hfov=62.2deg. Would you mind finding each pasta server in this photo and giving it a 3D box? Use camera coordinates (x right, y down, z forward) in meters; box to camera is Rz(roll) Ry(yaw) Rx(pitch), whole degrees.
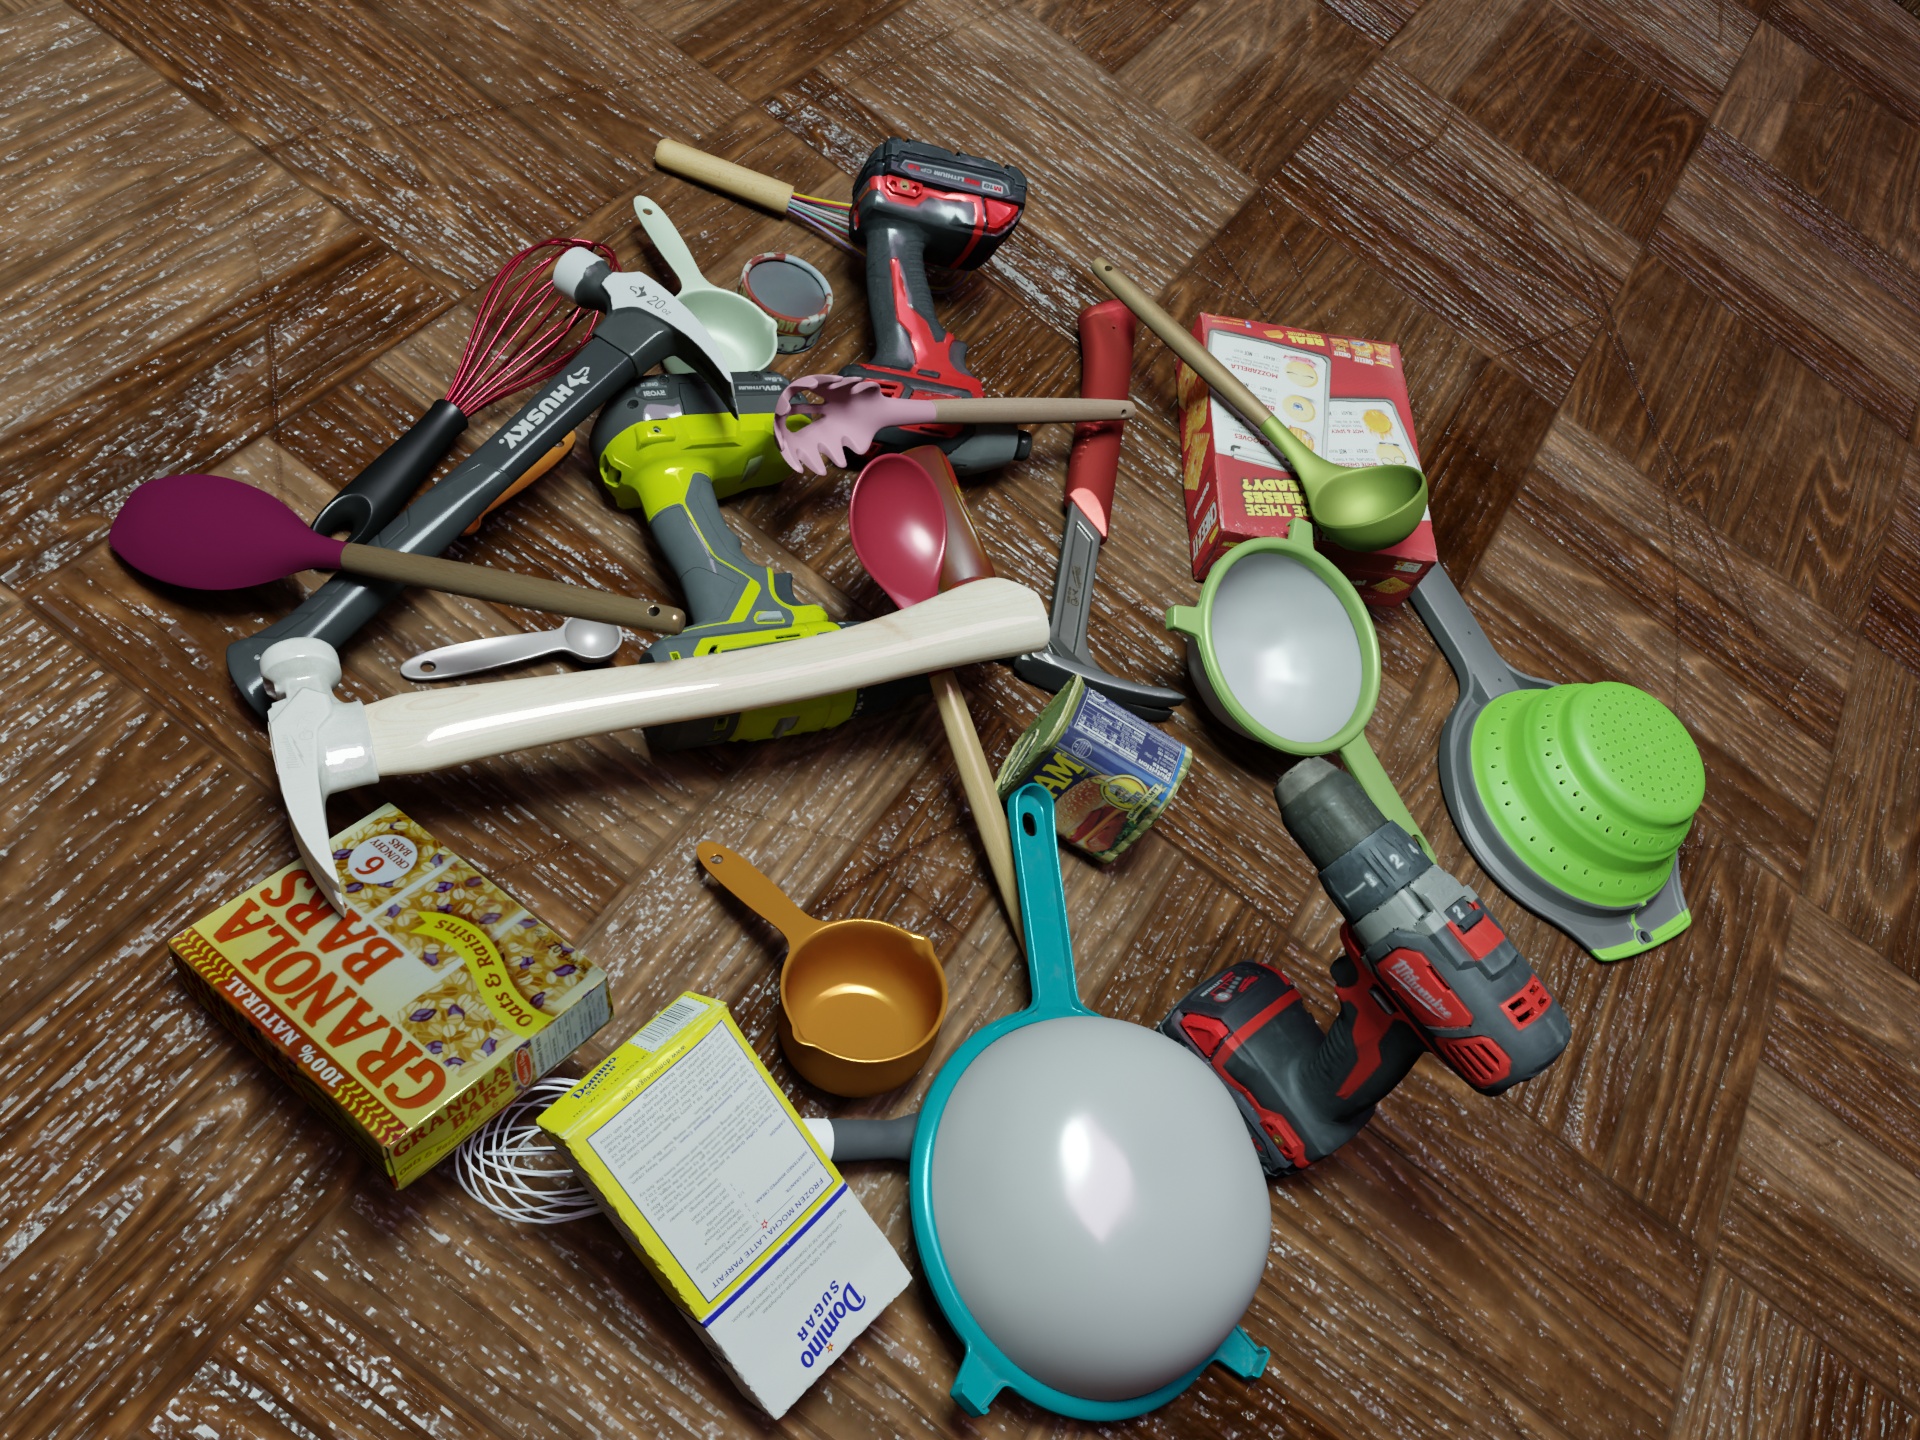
[{"bbox_3d":[0.006,-0.197,1.028,0.316,0.060,0.040,-10,33,-40],"label":"pasta server"}]

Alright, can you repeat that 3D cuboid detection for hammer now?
[{"bbox_3d":[0.101,-0.166,1.130,0.149,0.036,0.359,20,54,-12],"label":"hammer"},{"bbox_3d":[-0.139,-0.010,0.833,0.410,0.038,0.146,-12,57,-21],"label":"hammer"},{"bbox_3d":[-0.267,-0.126,0.882,0.146,0.035,0.335,34,67,16],"label":"hammer"}]

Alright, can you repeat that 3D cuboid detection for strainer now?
[{"bbox_3d":[0.078,0.180,0.834,0.211,0.095,0.341,8,62,-31],"label":"strainer"},{"bbox_3d":[0.234,0.001,1.076,0.151,0.069,0.256,-36,96,-32],"label":"strainer"}]

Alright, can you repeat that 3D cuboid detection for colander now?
[{"bbox_3d":[0.415,-0.028,1.147,0.204,0.094,0.397,-14,67,-31],"label":"colander"}]

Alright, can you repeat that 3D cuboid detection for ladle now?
[{"bbox_3d":[0.200,-0.234,1.121,0.078,0.062,0.320,-35,69,-16],"label":"ladle"},{"bbox_3d":[-0.001,-0.003,0.932,0.069,0.031,0.315,-16,86,-34],"label":"ladle"}]

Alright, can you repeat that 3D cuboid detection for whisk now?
[{"bbox_3d":[-0.104,-0.378,1.168,0.245,0.047,0.051,18,55,-9],"label":"whisk"},{"bbox_3d":[-0.297,-0.198,0.961,0.073,0.073,0.296,32,59,-3],"label":"whisk"},{"bbox_3d":[-0.104,0.209,0.790,0.284,0.070,0.070,6,58,-26],"label":"whisk"}]

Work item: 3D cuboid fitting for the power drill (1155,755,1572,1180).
[{"bbox_3d":[0.196,0.138,0.858,0.080,0.226,0.188,-28,74,-35],"label":"power drill"}]

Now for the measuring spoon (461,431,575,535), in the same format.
[{"bbox_3d":[-0.271,-0.145,0.967,0.021,0.011,0.117,34,49,1],"label":"measuring spoon"}]

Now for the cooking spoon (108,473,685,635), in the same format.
[{"bbox_3d":[-0.296,-0.081,0.828,0.319,0.017,0.069,12,64,7],"label":"cooking spoon"}]

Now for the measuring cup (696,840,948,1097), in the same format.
[{"bbox_3d":[-0.084,0.131,0.855,0.174,0.052,0.095,37,51,24],"label":"measuring cup"}]

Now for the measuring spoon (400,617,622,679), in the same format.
[{"bbox_3d":[-0.254,-0.036,0.904,0.124,0.018,0.034,-13,59,-23],"label":"measuring spoon"}]

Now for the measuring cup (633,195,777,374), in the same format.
[{"bbox_3d":[-0.185,-0.284,1.076,0.083,0.038,0.168,-18,67,-32],"label":"measuring cup"}]

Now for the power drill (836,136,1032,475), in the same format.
[{"bbox_3d":[-0.015,-0.276,1.097,0.143,0.078,0.220,8,75,-19],"label":"power drill"}]

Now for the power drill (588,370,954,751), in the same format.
[{"bbox_3d":[-0.118,-0.096,0.963,0.190,0.080,0.229,-9,67,-28],"label":"power drill"}]
